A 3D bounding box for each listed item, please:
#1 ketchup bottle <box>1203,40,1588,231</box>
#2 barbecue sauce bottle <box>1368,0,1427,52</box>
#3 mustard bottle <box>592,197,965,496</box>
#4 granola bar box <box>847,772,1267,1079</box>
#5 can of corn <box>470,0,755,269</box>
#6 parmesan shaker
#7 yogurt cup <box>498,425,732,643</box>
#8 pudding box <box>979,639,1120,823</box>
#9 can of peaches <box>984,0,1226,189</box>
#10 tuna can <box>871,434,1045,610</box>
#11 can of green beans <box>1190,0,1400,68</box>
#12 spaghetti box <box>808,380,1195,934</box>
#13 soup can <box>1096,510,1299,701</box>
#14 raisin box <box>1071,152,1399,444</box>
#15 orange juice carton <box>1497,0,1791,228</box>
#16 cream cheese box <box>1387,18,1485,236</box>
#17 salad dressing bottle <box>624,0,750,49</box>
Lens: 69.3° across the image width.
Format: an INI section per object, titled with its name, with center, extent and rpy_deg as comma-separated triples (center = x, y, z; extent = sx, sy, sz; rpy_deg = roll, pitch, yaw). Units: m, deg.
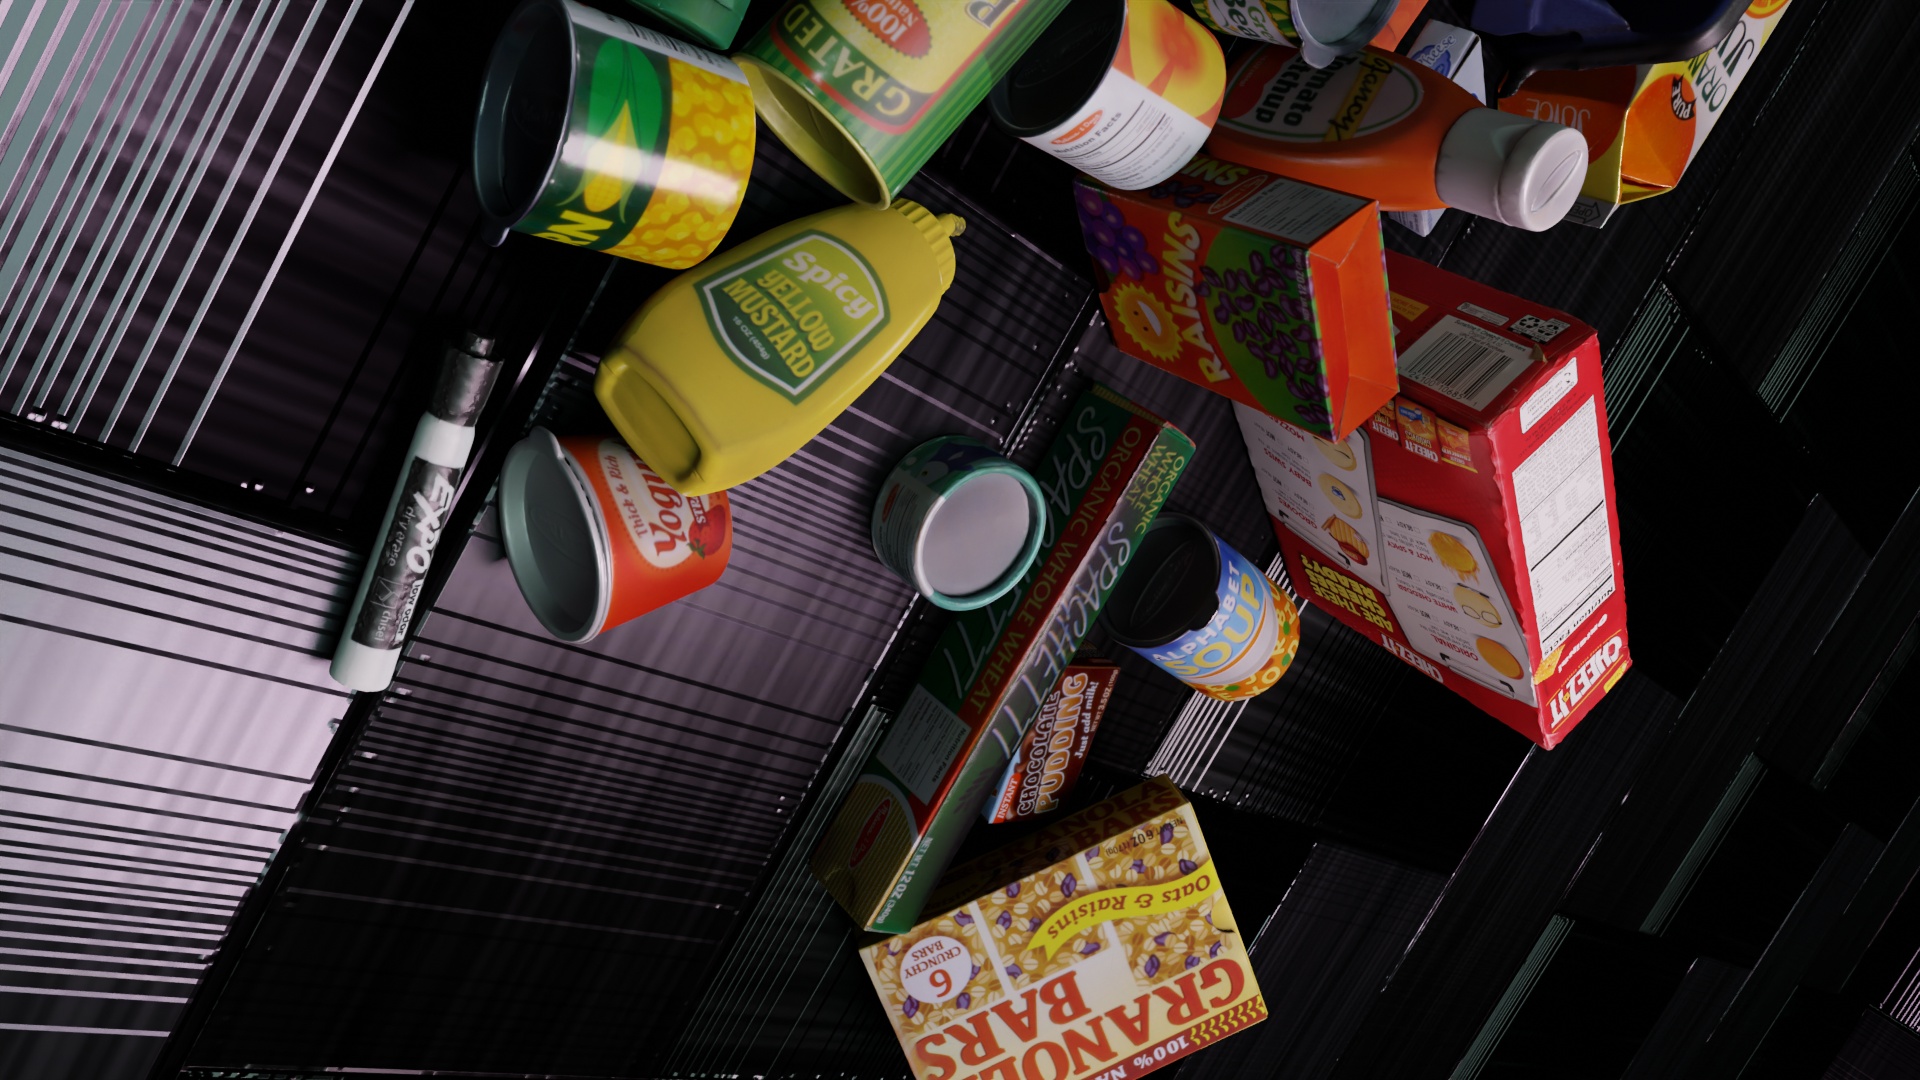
[ketchup bottle]
center = 0.163, -0.154, 0.531
extent = 0.065, 0.149, 0.043
rpy_deg = -50, 135, -4
[barbecue sauce bottle]
center = 0.200, -0.265, 0.572
extent = 0.148, 0.044, 0.065
rpy_deg = -55, 141, 1
[mustard bottle]
center = -0.046, -0.079, 0.464
extent = 0.065, 0.048, 0.161
rpy_deg = 49, 53, -4
[granola bar box]
center = 0.048, 0.200, 0.651
extent = 0.166, 0.039, 0.124
rpy_deg = -23, 106, -6
[can of corn]
center = -0.101, -0.114, 0.402
extent = 0.058, 0.071, 0.071
rpy_deg = 7, 109, -41
[parmesan shaker]
center = -0.017, -0.168, 0.442
extent = 0.103, 0.071, 0.071
rpy_deg = -50, 134, -6
[yogurt cup]
center = -0.112, -0.005, 0.457
extent = 0.054, 0.072, 0.072
rpy_deg = -16, 123, -40
[pudding box]
center = 0.035, 0.088, 0.646
extent = 0.050, 0.030, 0.083
rpy_deg = 7, 109, -39
[can of peaches]
center = 0.051, -0.167, 0.495
extent = 0.058, 0.071, 0.071
rpy_deg = 14, 105, -42
[tuna can]
center = 0.002, -0.007, 0.565
extent = 0.071, 0.033, 0.070
rpy_deg = -18, 124, -29
[can of green beans]
center = 0.128, -0.222, 0.528
extent = 0.071, 0.058, 0.071
rpy_deg = -19, 124, -30
[spaghetti box]
center = 0.016, 0.051, 0.597
extent = 0.028, 0.050, 0.249
rpy_deg = 26, 96, -45
[soup can]
center = 0.113, 0.034, 0.649
extent = 0.083, 0.071, 0.071
rpy_deg = 32, 92, -44
[raisin box]
center = 0.103, -0.098, 0.532
extent = 0.040, 0.123, 0.085
rpy_deg = -37, 132, -18
[orange juice carton]
center = 0.329, -0.241, 0.667
extent = 0.073, 0.072, 0.192
rpy_deg = 28, 95, -43
[cream cheese box]
center = 0.208, -0.179, 0.614
extent = 0.053, 0.024, 0.104
rpy_deg = -58, 155, 3
[salad dressing bottle]
center = -0.052, -0.217, 0.399
extent = 0.064, 0.044, 0.147
rpy_deg = 19, 101, -42
